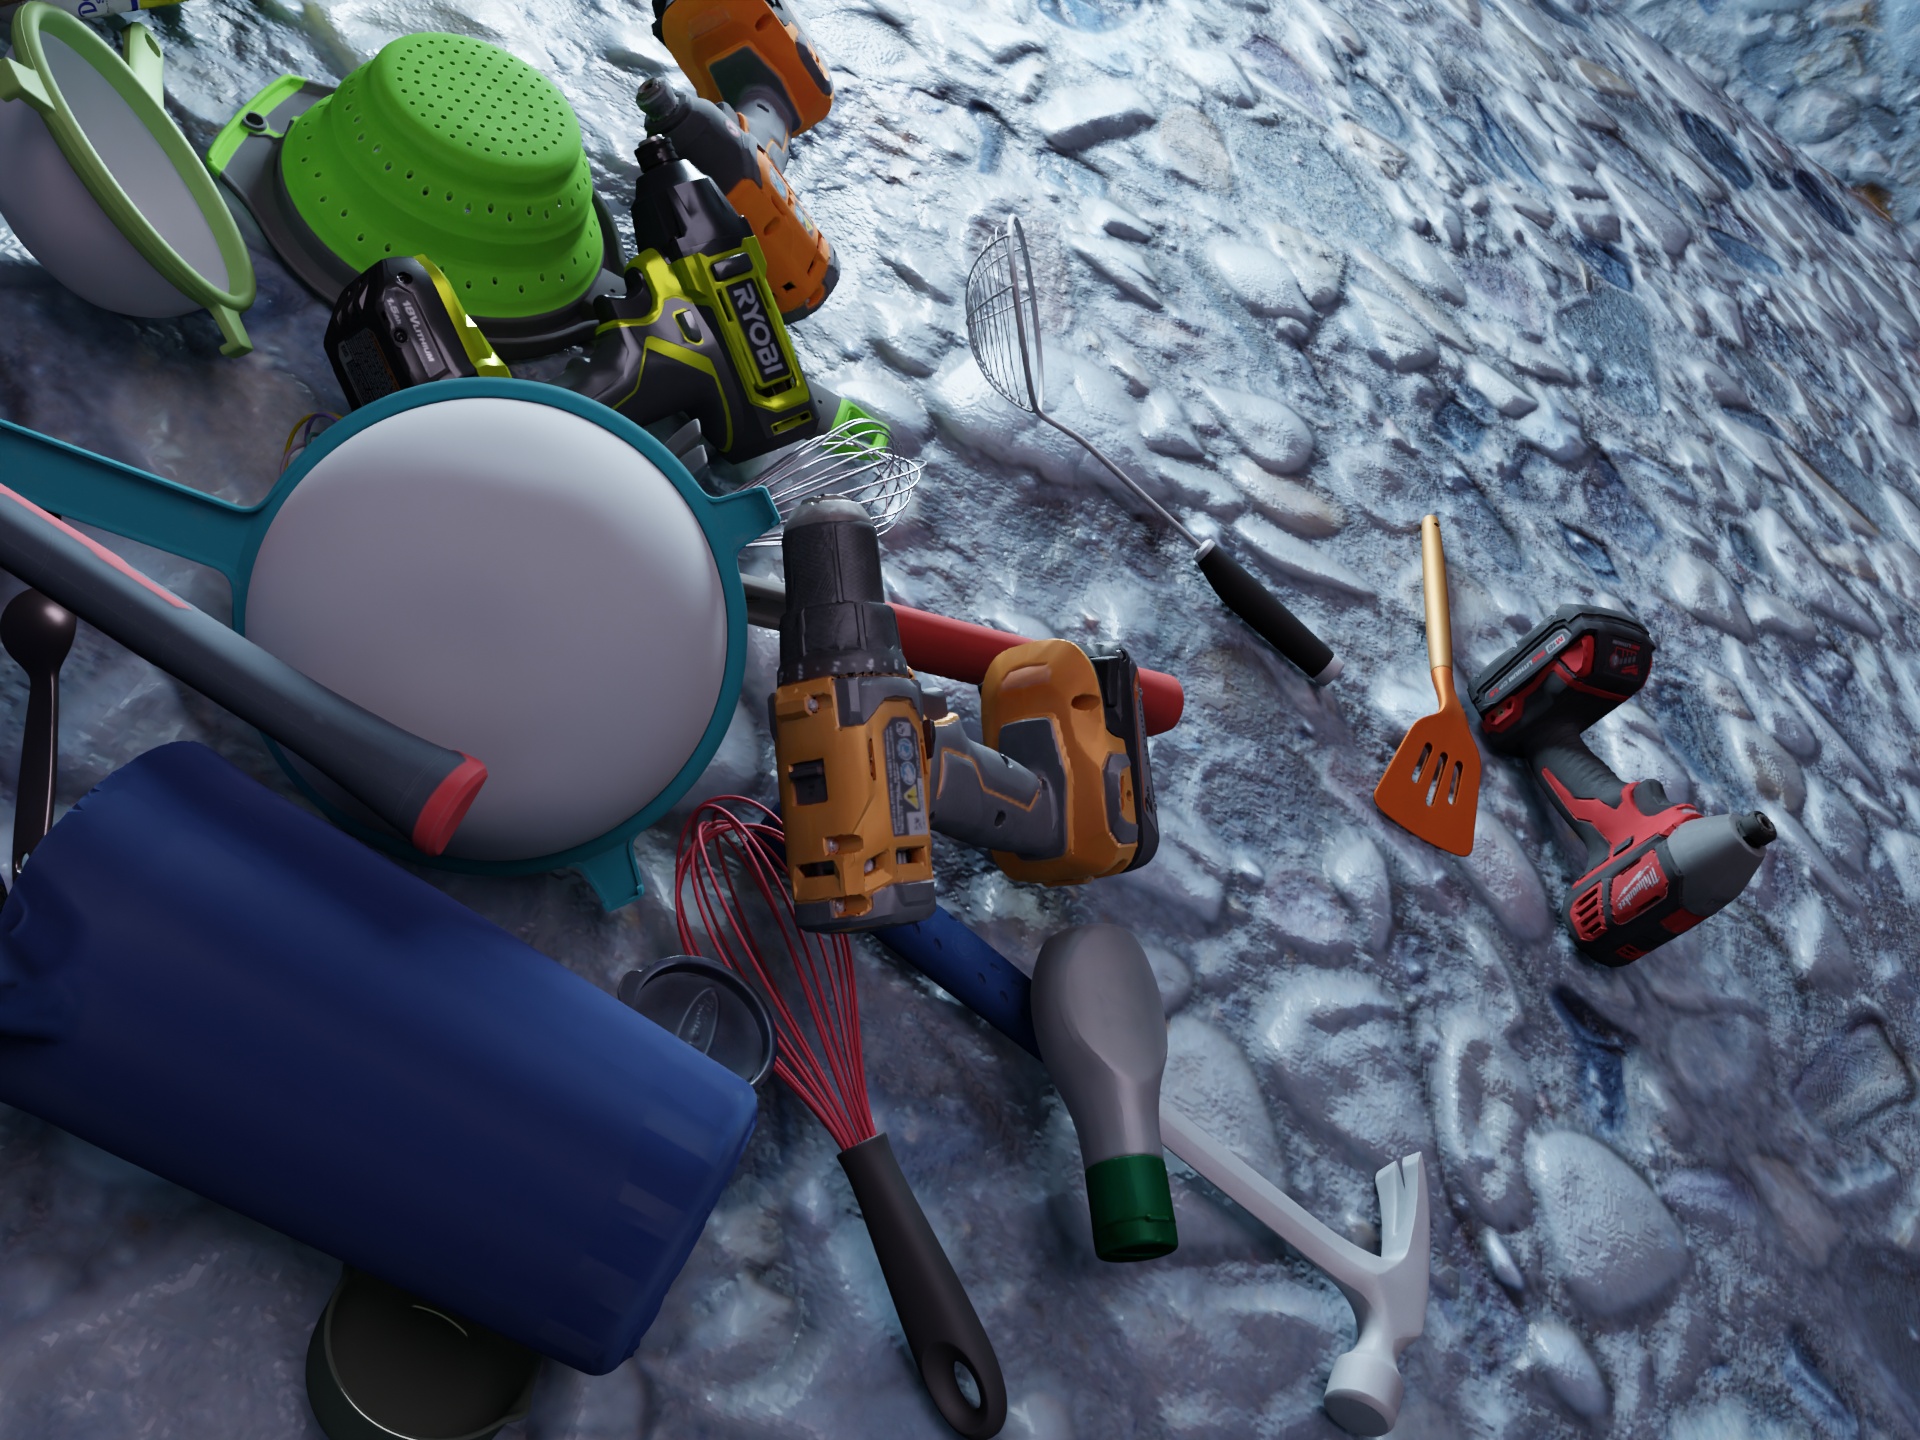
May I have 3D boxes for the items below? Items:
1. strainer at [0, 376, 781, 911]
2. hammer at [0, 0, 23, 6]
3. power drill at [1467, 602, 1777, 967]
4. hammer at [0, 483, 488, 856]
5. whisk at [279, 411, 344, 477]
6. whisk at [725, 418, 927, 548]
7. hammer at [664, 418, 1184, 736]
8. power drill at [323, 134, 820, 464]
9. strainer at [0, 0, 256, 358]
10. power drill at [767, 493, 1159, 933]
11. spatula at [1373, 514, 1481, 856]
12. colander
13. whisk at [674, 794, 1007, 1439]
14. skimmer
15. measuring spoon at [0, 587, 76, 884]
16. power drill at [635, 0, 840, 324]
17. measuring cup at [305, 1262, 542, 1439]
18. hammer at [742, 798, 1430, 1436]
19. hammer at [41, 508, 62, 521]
[{"bbox_3d":[-0.249,-0.055,0.621,0.340,0.211,0.095,20,3,-12],"label":"strainer"},{"bbox_3d":[-0.447,-0.334,0.721,0.331,0.031,0.130,-21,24,-14],"label":"hammer"},{"bbox_3d":[0.437,0.037,1.052,0.078,0.143,0.220,10,50,-31],"label":"power drill"},{"bbox_3d":[-0.336,-0.069,0.541,0.386,0.038,0.143,32,0,2],"label":"hammer"},{"bbox_3d":[-0.246,-0.037,0.727,0.047,0.051,0.245,-31,80,-8],"label":"whisk"},{"bbox_3d":[-0.127,-0.102,0.842,0.284,0.070,0.070,-27,75,-39],"label":"whisk"},{"bbox_3d":[-0.018,-0.048,0.828,0.358,0.149,0.037,12,45,-34],"label":"hammer"},{"bbox_3d":[-0.189,-0.191,0.800,0.223,0.080,0.171,-31,106,-37],"label":"power drill"},{"bbox_3d":[-0.418,-0.276,0.768,0.257,0.069,0.151,61,0,44],"label":"strainer"},{"bbox_3d":[-0.001,-0.002,0.738,0.226,0.084,0.185,1,80,-53],"label":"power drill"},{"bbox_3d":[0.334,-0.044,1.130,0.081,0.041,0.323,29,42,-13],"label":"spatula"},{"bbox_3d":[-0.201,-0.268,0.887,0.397,0.094,0.205,26,47,-15],"label":"colander"},{"bbox_3d":[-0.052,0.165,0.688,0.073,0.073,0.296,-14,71,-40],"label":"whisk"},{"bbox_3d":[0.136,-0.174,1.047,0.363,0.090,0.127,43,13,-1],"label":"skimmer"},{"bbox_3d":[-0.356,0.007,0.603,0.018,0.034,0.124,20,63,-60],"label":"measuring spoon"},{"bbox_3d":[-0.140,-0.374,0.979,0.164,0.084,0.227,47,30,-48],"label":"power drill"},{"bbox_3d":[-0.173,0.209,0.594,0.083,0.038,0.167,39,28,5],"label":"measuring cup"},{"bbox_3d":[0.068,0.167,0.779,0.405,0.035,0.144,38,45,-3],"label":"hammer"},{"bbox_3d":[-0.419,0.041,0.551,0.149,0.036,0.409,10,53,-29],"label":"hammer"}]
